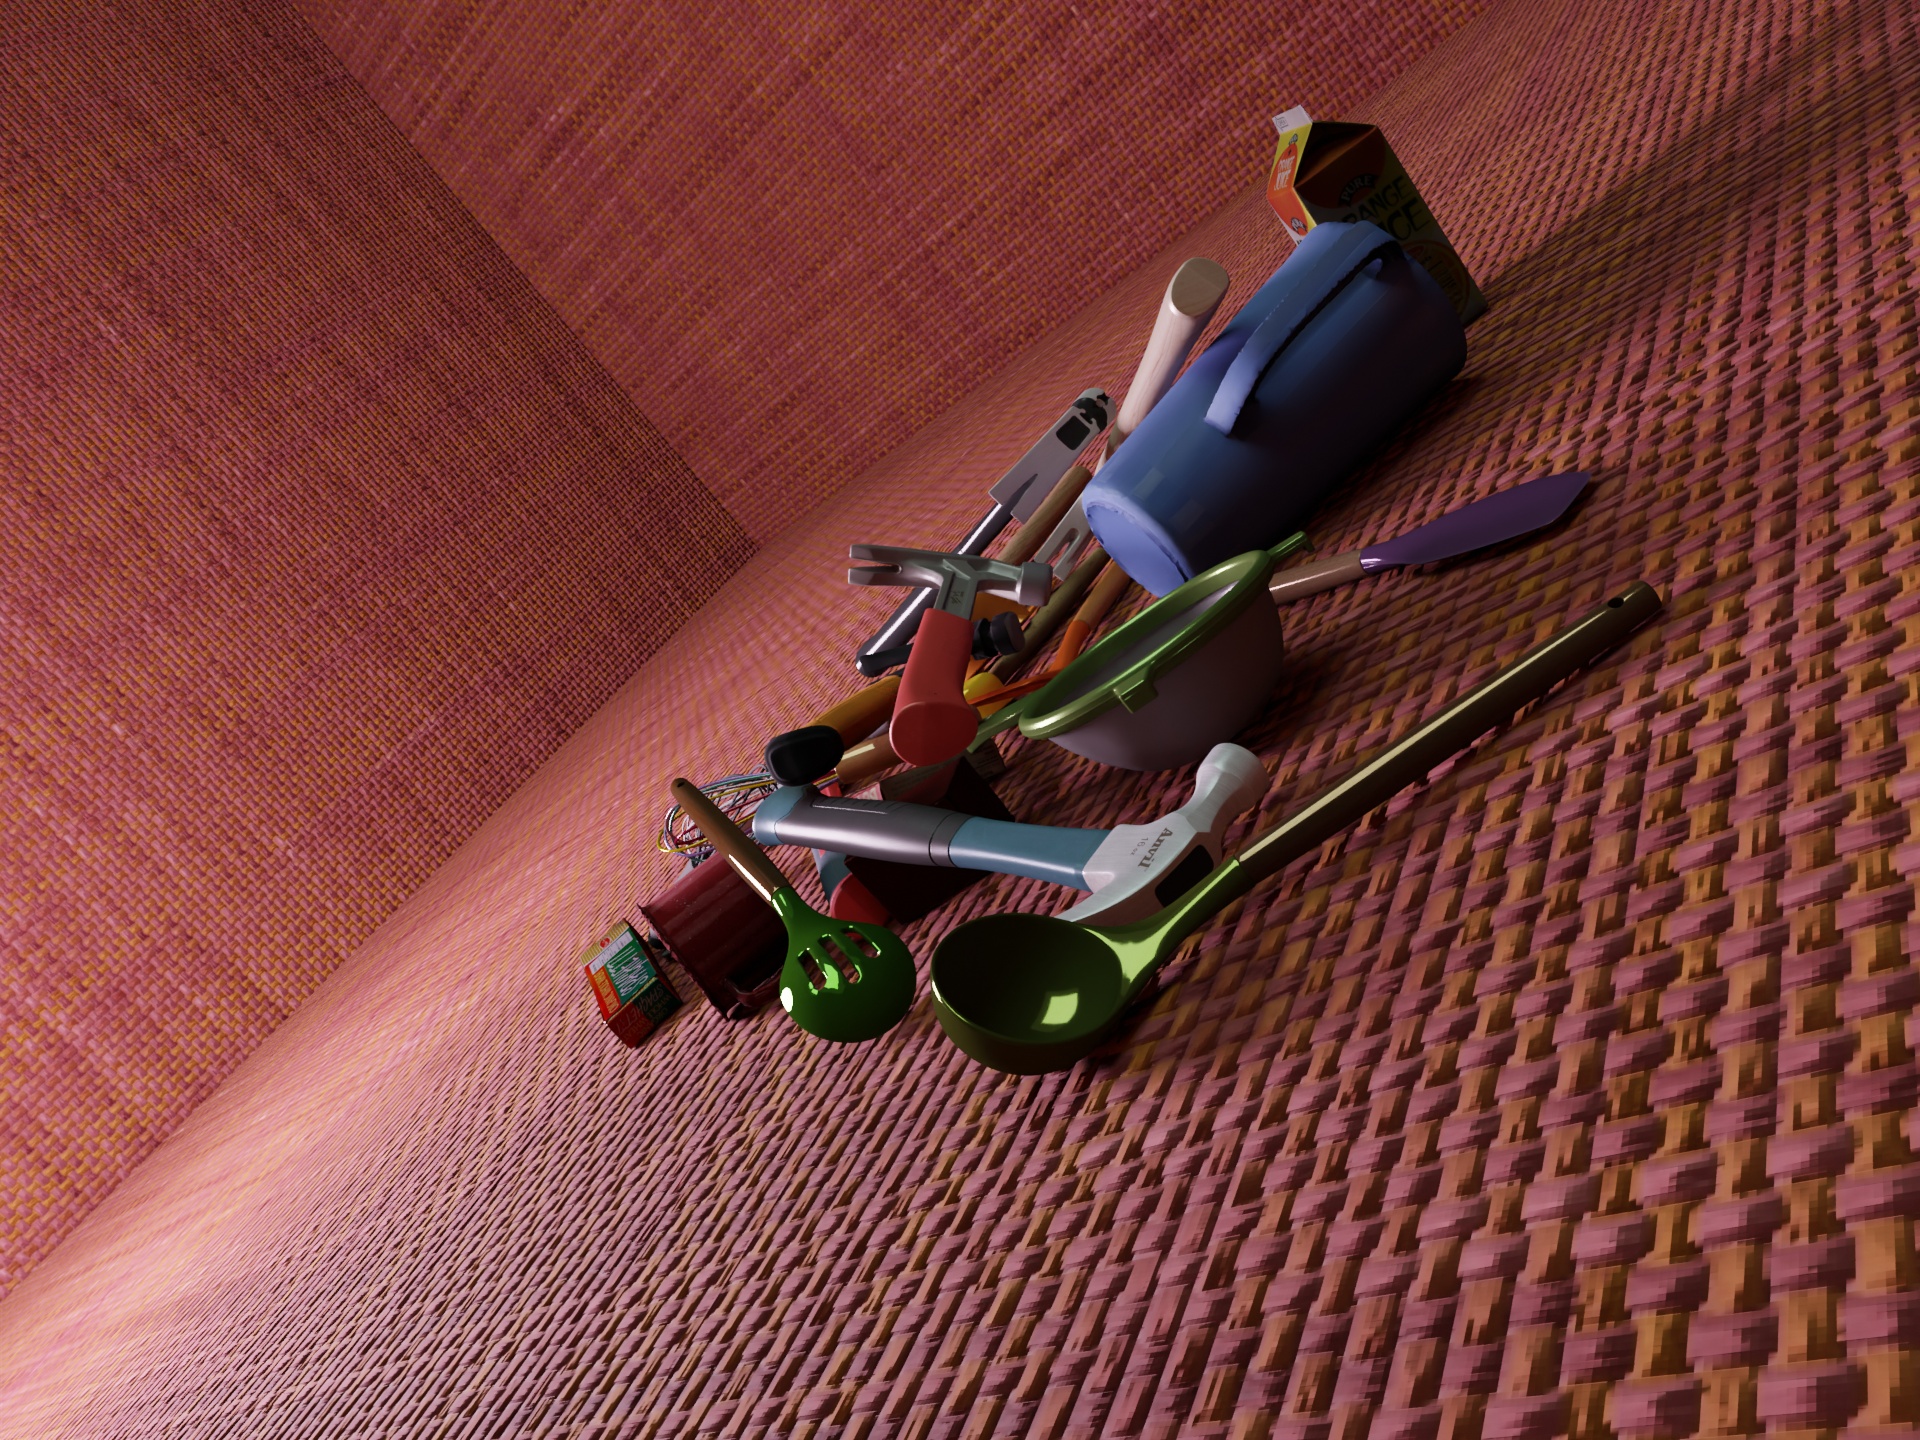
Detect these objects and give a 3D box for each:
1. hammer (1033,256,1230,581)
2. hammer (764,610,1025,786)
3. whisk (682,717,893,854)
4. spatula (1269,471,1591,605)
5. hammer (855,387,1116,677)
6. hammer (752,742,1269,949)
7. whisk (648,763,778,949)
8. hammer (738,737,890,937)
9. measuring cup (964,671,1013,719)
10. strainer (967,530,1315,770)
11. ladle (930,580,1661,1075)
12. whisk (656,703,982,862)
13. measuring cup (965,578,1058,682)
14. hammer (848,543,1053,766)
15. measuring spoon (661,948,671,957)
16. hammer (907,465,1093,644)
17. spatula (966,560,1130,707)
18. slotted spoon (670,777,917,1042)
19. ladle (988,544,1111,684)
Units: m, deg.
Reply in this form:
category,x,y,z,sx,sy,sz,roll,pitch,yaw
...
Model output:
category,x,y,z,sx,sy,sz,roll,pitch,yaw
hammer,0.122,-0.212,1.135,0.146,0.038,0.410,-54,-3,-9
hammer,-0.056,-0.014,1.039,0.127,0.034,0.337,-17,8,19
whisk,-0.140,0.048,1.345,0.246,0.057,0.059,-32,50,20
spatula,0.205,-0.082,0.864,0.060,0.018,0.316,-45,15,-29
hammer,0.000,-0.128,1.281,0.334,0.035,0.146,-44,5,47
hammer,-0.004,0.059,0.800,0.331,0.033,0.128,2,46,52
whisk,-0.187,0.109,1.171,0.239,0.055,0.055,-53,1,44
hammer,-0.101,0.089,1.107,0.143,0.038,0.386,-42,13,0
measuring cup,-0.002,-0.003,1.089,0.062,0.029,0.156,-32,3,13
strainer,0.082,-0.002,0.838,0.151,0.069,0.256,-40,6,-33
ladle,0.127,0.036,0.618,0.320,0.062,0.078,-35,36,8
whisk,-0.096,0.042,1.035,0.245,0.051,0.047,-21,1,20
measuring cup,0.026,-0.088,1.267,0.095,0.052,0.174,-48,1,41
hammer,-0.019,-0.052,1.001,0.149,0.036,0.359,6,19,2
measuring spoon,-0.200,0.170,1.178,0.034,0.018,0.124,-44,7,-24
hammer,0.045,-0.146,1.476,0.130,0.031,0.331,-27,18,43
spatula,0.090,-0.086,1.138,0.081,0.041,0.323,-20,22,38
slotted spoon,-0.113,0.092,0.912,0.070,0.031,0.314,-29,30,-17
ladle,0.097,-0.115,1.243,0.315,0.031,0.069,-50,-2,-27
